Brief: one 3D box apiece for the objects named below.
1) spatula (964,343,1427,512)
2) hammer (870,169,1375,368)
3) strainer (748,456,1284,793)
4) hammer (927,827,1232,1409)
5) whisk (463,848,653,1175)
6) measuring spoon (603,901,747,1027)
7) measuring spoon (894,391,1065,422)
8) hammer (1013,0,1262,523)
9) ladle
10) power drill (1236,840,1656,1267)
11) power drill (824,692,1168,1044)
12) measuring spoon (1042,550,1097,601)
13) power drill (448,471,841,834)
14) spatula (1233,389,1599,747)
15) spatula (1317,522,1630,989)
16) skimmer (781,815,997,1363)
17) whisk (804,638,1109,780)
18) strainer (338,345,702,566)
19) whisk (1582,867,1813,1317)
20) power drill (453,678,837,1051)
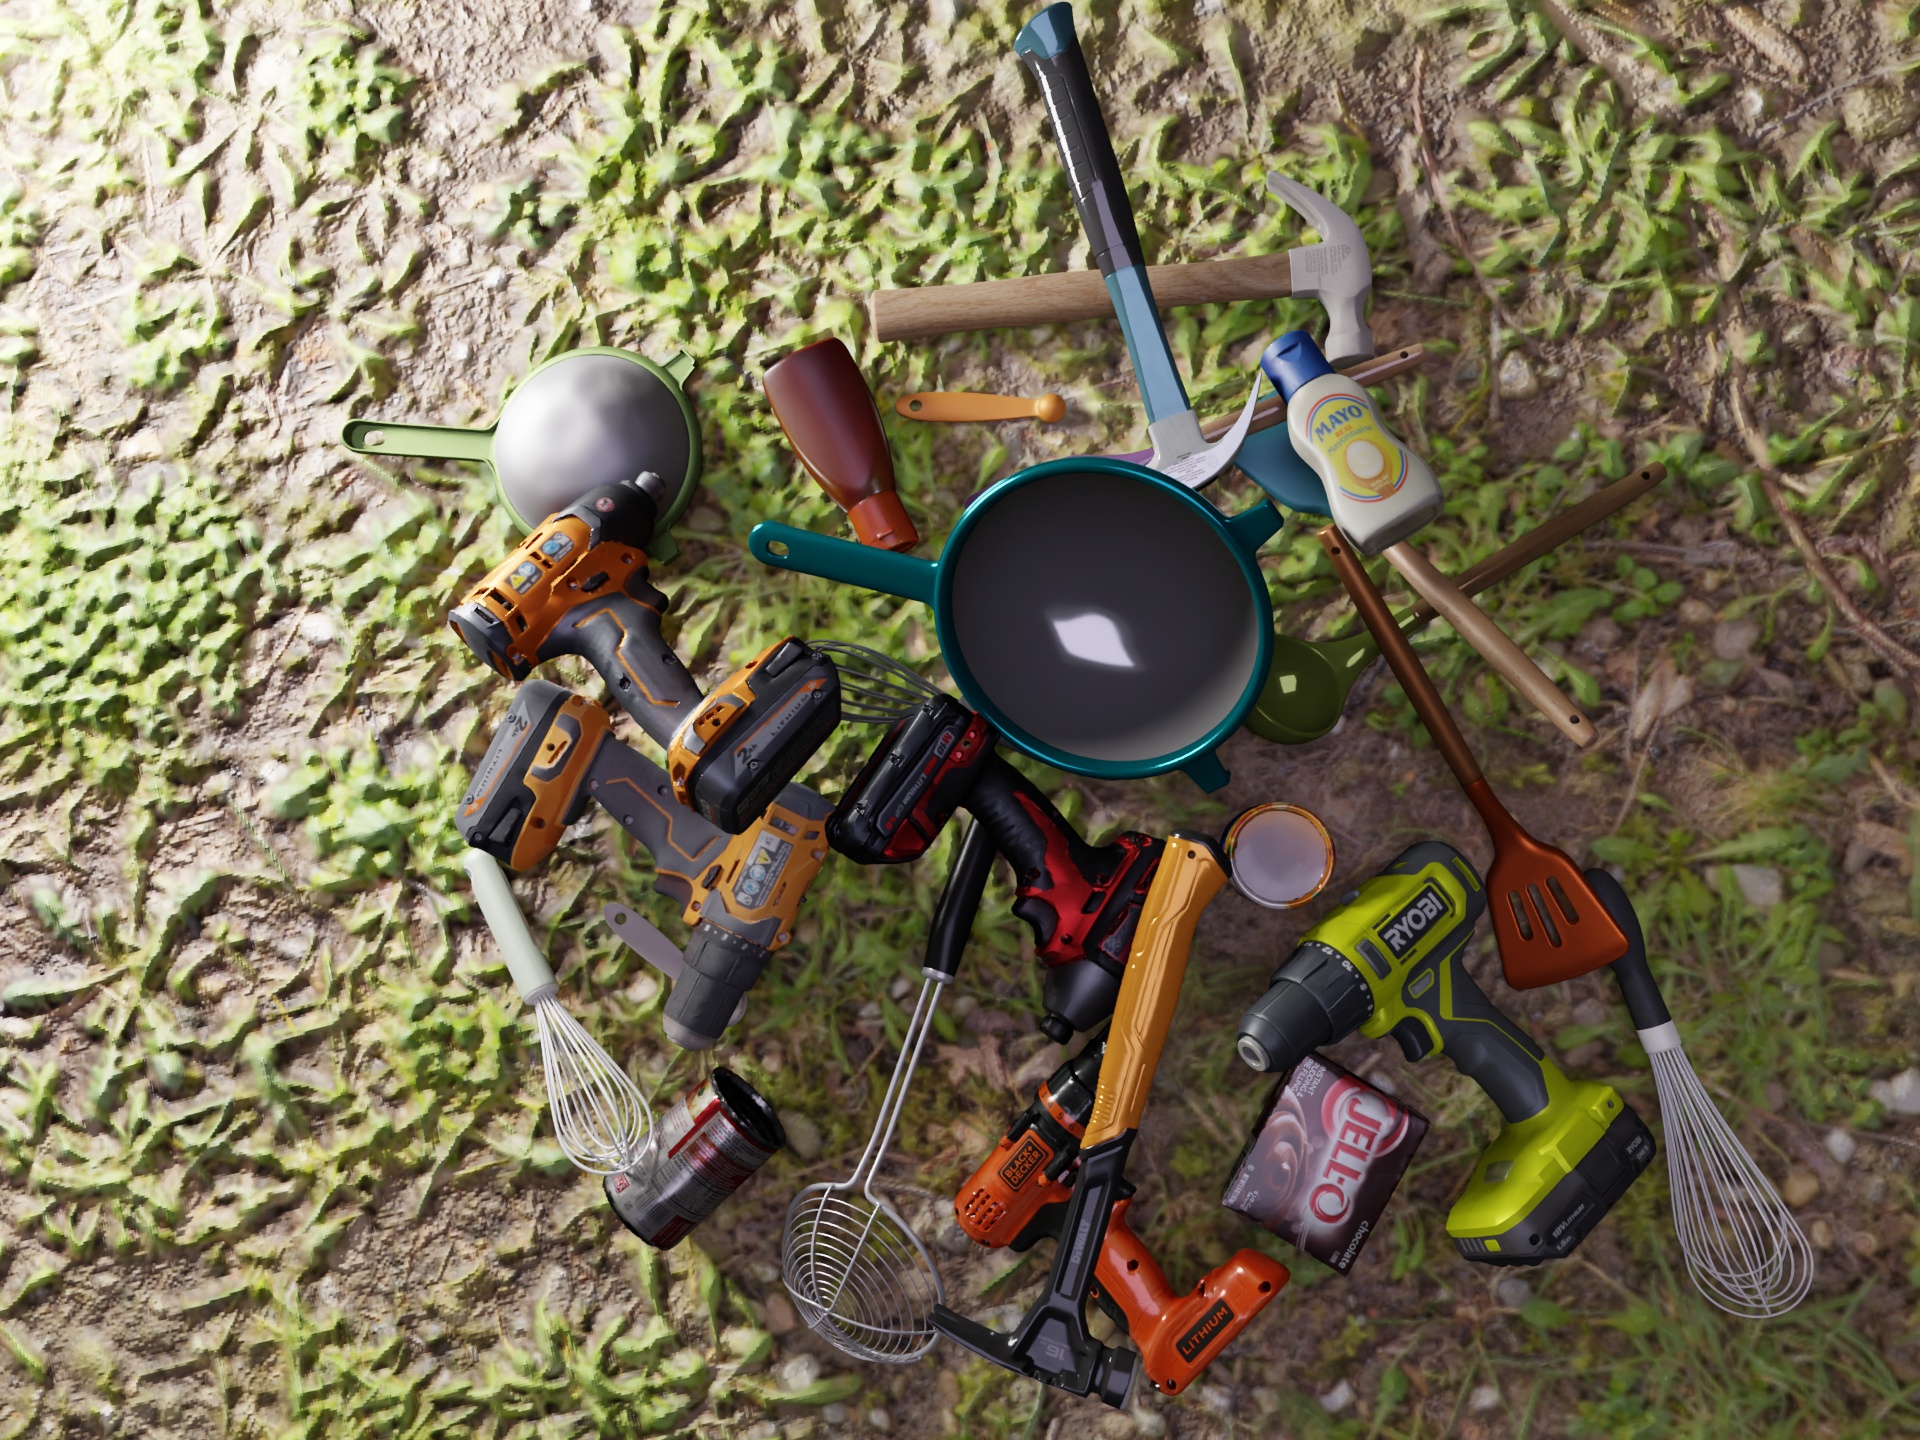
[{"bbox_3d":[0.154,-0.181,1.049,0.316,0.018,0.060,-21,71,8],"label":"spatula"},{"bbox_3d":[0.104,-0.289,1.063,0.331,0.031,0.130,-4,86,6],"label":"hammer"},{"bbox_3d":[0.037,-0.091,1.011,0.340,0.095,0.210,15,121,15],"label":"strainer"},{"bbox_3d":[0.087,0.225,0.950,0.127,0.034,0.337,17,87,12],"label":"hammer"},{"bbox_3d":[-0.271,0.186,1.045,0.059,0.057,0.246,-22,67,-25],"label":"whisk"},{"bbox_3d":[-0.193,0.163,1.074,0.124,0.018,0.034,37,79,14],"label":"measuring spoon"},{"bbox_3d":[0.013,-0.213,1.077,0.117,0.011,0.021,2,86,6],"label":"measuring spoon"},{"bbox_3d":[0.101,-0.303,1.030,0.128,0.033,0.331,-18,87,7],"label":"hammer"},{"bbox_3d":[0.314,-0.083,1.016,0.320,0.062,0.078,-31,73,0],"label":"ladle"},{"bbox_3d":[0.288,0.210,0.959,0.190,0.080,0.228,-35,84,-26],"label":"power drill"},{"bbox_3d":[0.032,0.094,0.994,0.219,0.078,0.143,36,76,-10],"label":"power drill"},{"bbox_3d":[0.115,-0.109,1.053,0.128,0.021,0.042,-10,85,7],"label":"measuring spoon"},{"bbox_3d":[-0.184,-0.053,1.000,0.226,0.084,0.164,36,70,11],"label":"power drill"},{"bbox_3d":[0.281,-0.098,0.988,0.082,0.044,0.318,-36,54,2],"label":"spatula"},{"bbox_3d":[0.305,0.020,0.987,0.081,0.041,0.322,-27,101,30],"label":"spatula"},{"bbox_3d":[-0.022,0.231,1.038,0.127,0.090,0.363,11,75,32],"label":"skimmer"},{"bbox_3d":[-0.002,-0.002,1.049,0.239,0.055,0.055,18,88,2],"label":"whisk"},{"bbox_3d":[-0.307,-0.191,1.080,0.256,0.069,0.151,5,87,5],"label":"strainer"},{"bbox_3d":[0.446,0.226,0.983,0.070,0.070,0.285,-19,80,4],"label":"whisk"},{"bbox_3d":[-0.212,0.093,1.043,0.226,0.084,0.185,25,85,3],"label":"power drill"}]
